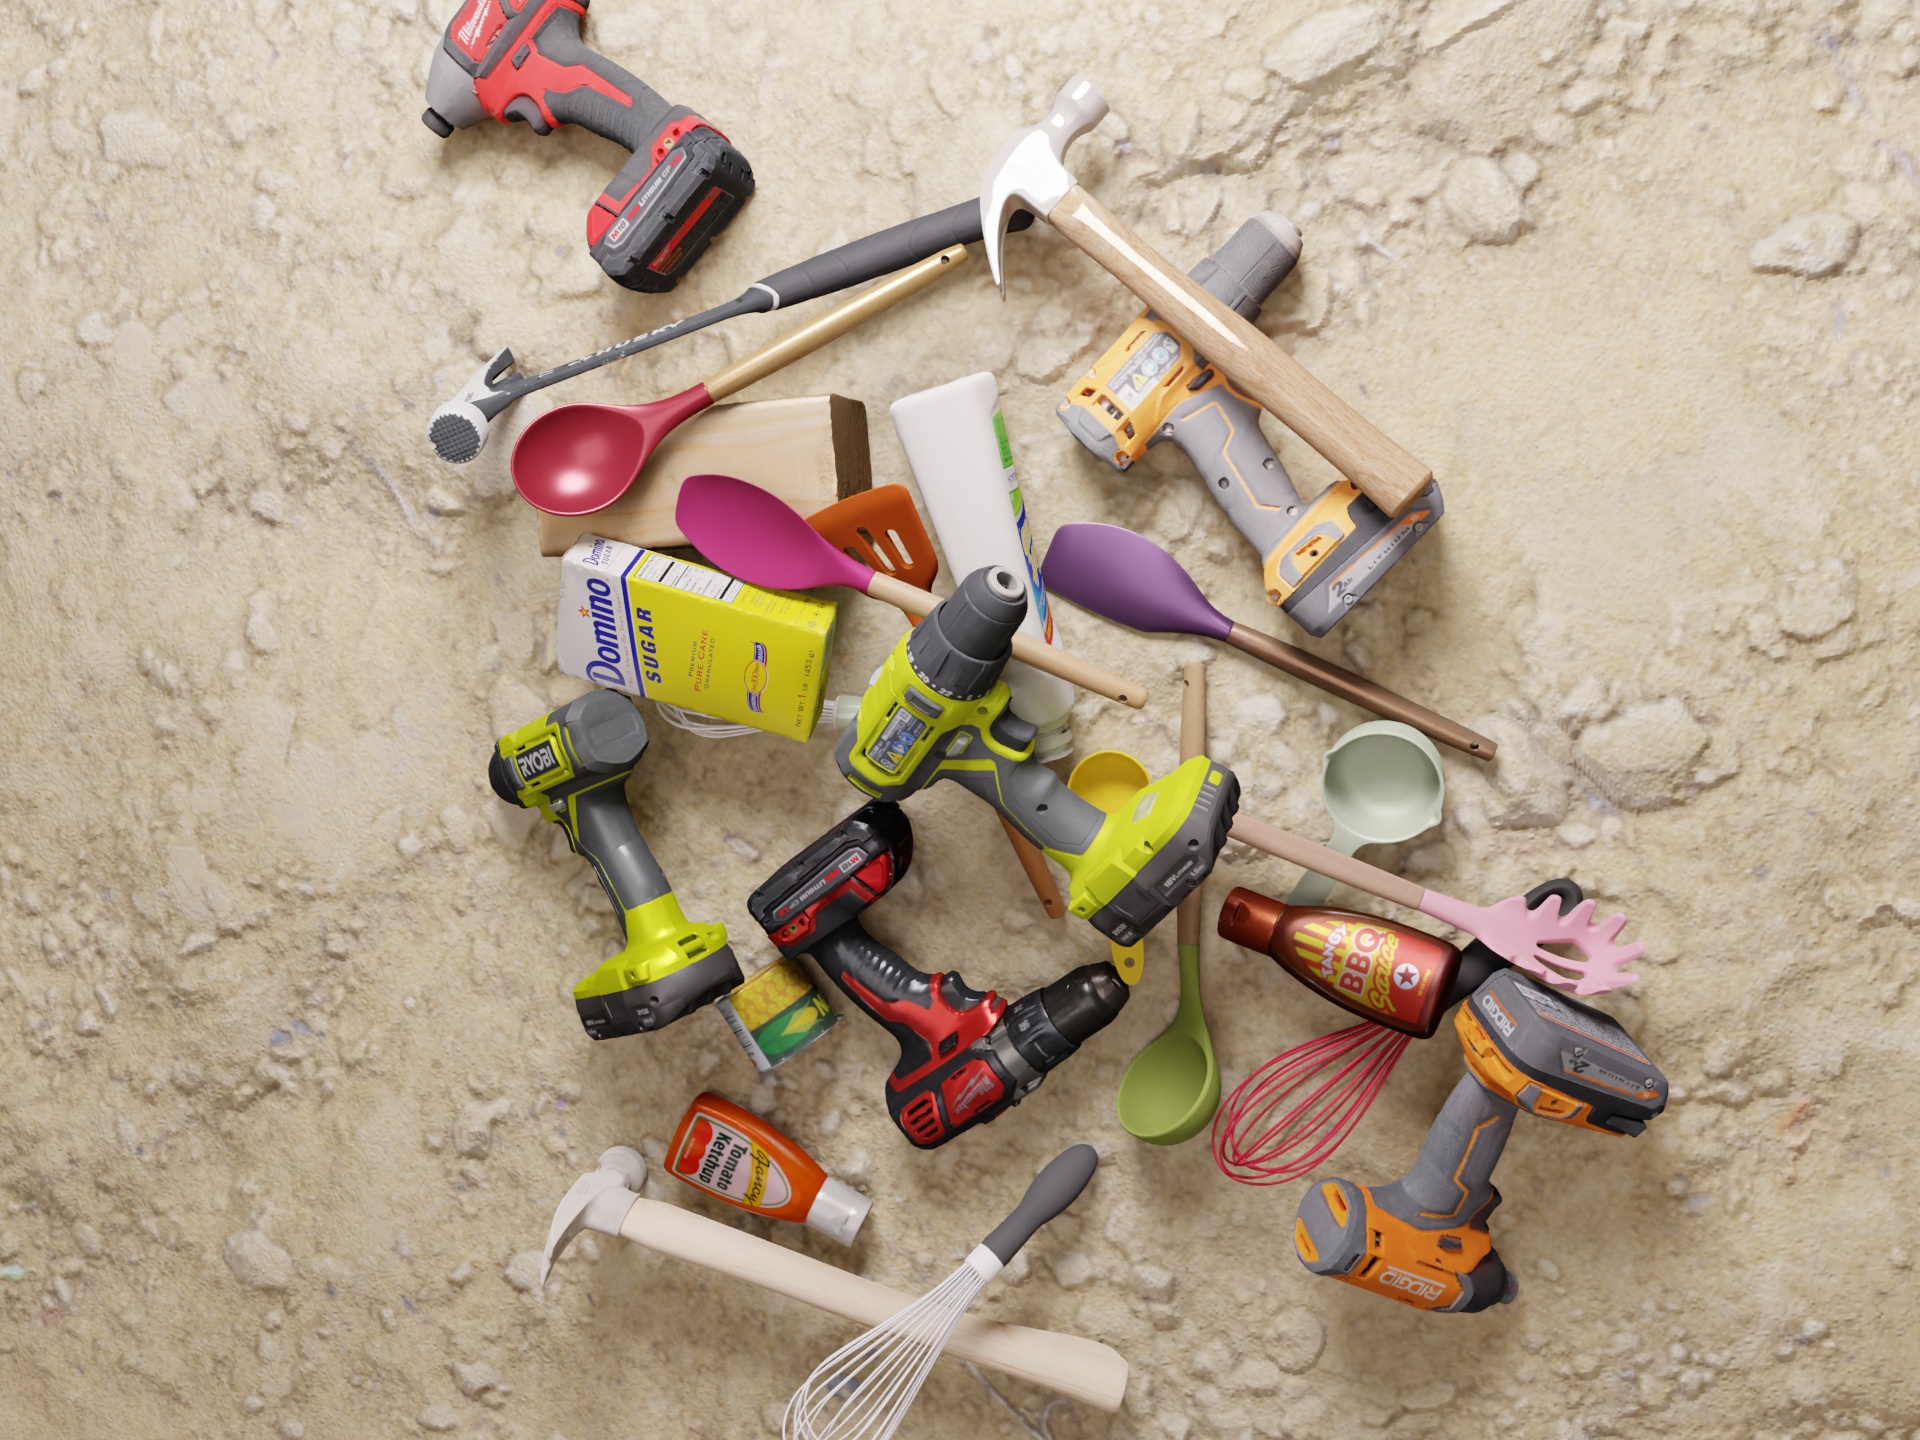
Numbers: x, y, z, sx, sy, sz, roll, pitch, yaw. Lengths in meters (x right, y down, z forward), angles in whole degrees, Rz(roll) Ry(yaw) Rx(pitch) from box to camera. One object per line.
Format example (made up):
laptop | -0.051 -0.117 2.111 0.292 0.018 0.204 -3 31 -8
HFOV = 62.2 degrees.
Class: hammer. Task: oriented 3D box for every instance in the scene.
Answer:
hammer | -0.146 -0.270 1.040 0.409 0.149 0.036 -19 118 5
hammer | -0.085 0.404 1.107 0.410 0.146 0.038 17 102 5
hammer | 0.143 -0.237 0.950 0.331 0.031 0.130 44 94 12

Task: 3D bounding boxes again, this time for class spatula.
spatula | 0.200 -0.049 1.035 0.316 0.018 0.059 26 107 8
spatula | -0.002 -0.003 1.041 0.081 0.041 0.322 -19 106 22

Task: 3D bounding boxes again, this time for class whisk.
whisk | 0.284 0.201 1.035 0.296 0.073 0.073 -41 88 7
whisk | -0.007 0.385 1.056 0.284 0.070 0.070 -42 87 -22
whisk | -0.092 -0.007 1.091 0.246 0.058 0.059 6 133 7

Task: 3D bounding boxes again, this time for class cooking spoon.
cooking spoon | -0.032 -0.075 0.988 0.319 0.017 0.068 24 126 4

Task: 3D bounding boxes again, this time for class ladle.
ladle | -0.135 -0.219 0.994 0.315 0.031 0.069 -28 97 0
ladle | 0.142 0.122 1.054 0.062 0.078 0.320 -2 95 -31

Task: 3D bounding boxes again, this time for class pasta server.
pasta server | 0.266 0.099 1.001 0.316 0.040 0.060 22 60 9

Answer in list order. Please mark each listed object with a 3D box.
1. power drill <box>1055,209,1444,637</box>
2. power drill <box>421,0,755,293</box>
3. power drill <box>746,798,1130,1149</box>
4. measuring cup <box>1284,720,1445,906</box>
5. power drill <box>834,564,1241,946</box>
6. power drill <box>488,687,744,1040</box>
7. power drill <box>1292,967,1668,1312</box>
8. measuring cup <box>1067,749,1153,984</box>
power drill | 0.198 -0.186 0.989 0.226 0.084 0.185 44 102 8
power drill | -0.257 -0.395 1.058 0.220 0.078 0.143 46 104 6
power drill | -0.014 0.162 1.082 0.188 0.080 0.226 -36 92 15
measuring cup | 0.253 0.072 1.038 0.083 0.038 0.167 30 119 7
power drill | 0.052 0.021 0.968 0.228 0.080 0.190 34 134 -3
power drill | -0.249 0.102 1.105 0.171 0.080 0.223 -20 93 47
power drill | 0.337 0.282 1.007 0.164 0.084 0.226 25 109 -20
measuring cup | 0.106 0.097 1.063 0.062 0.029 0.156 -6 91 10
